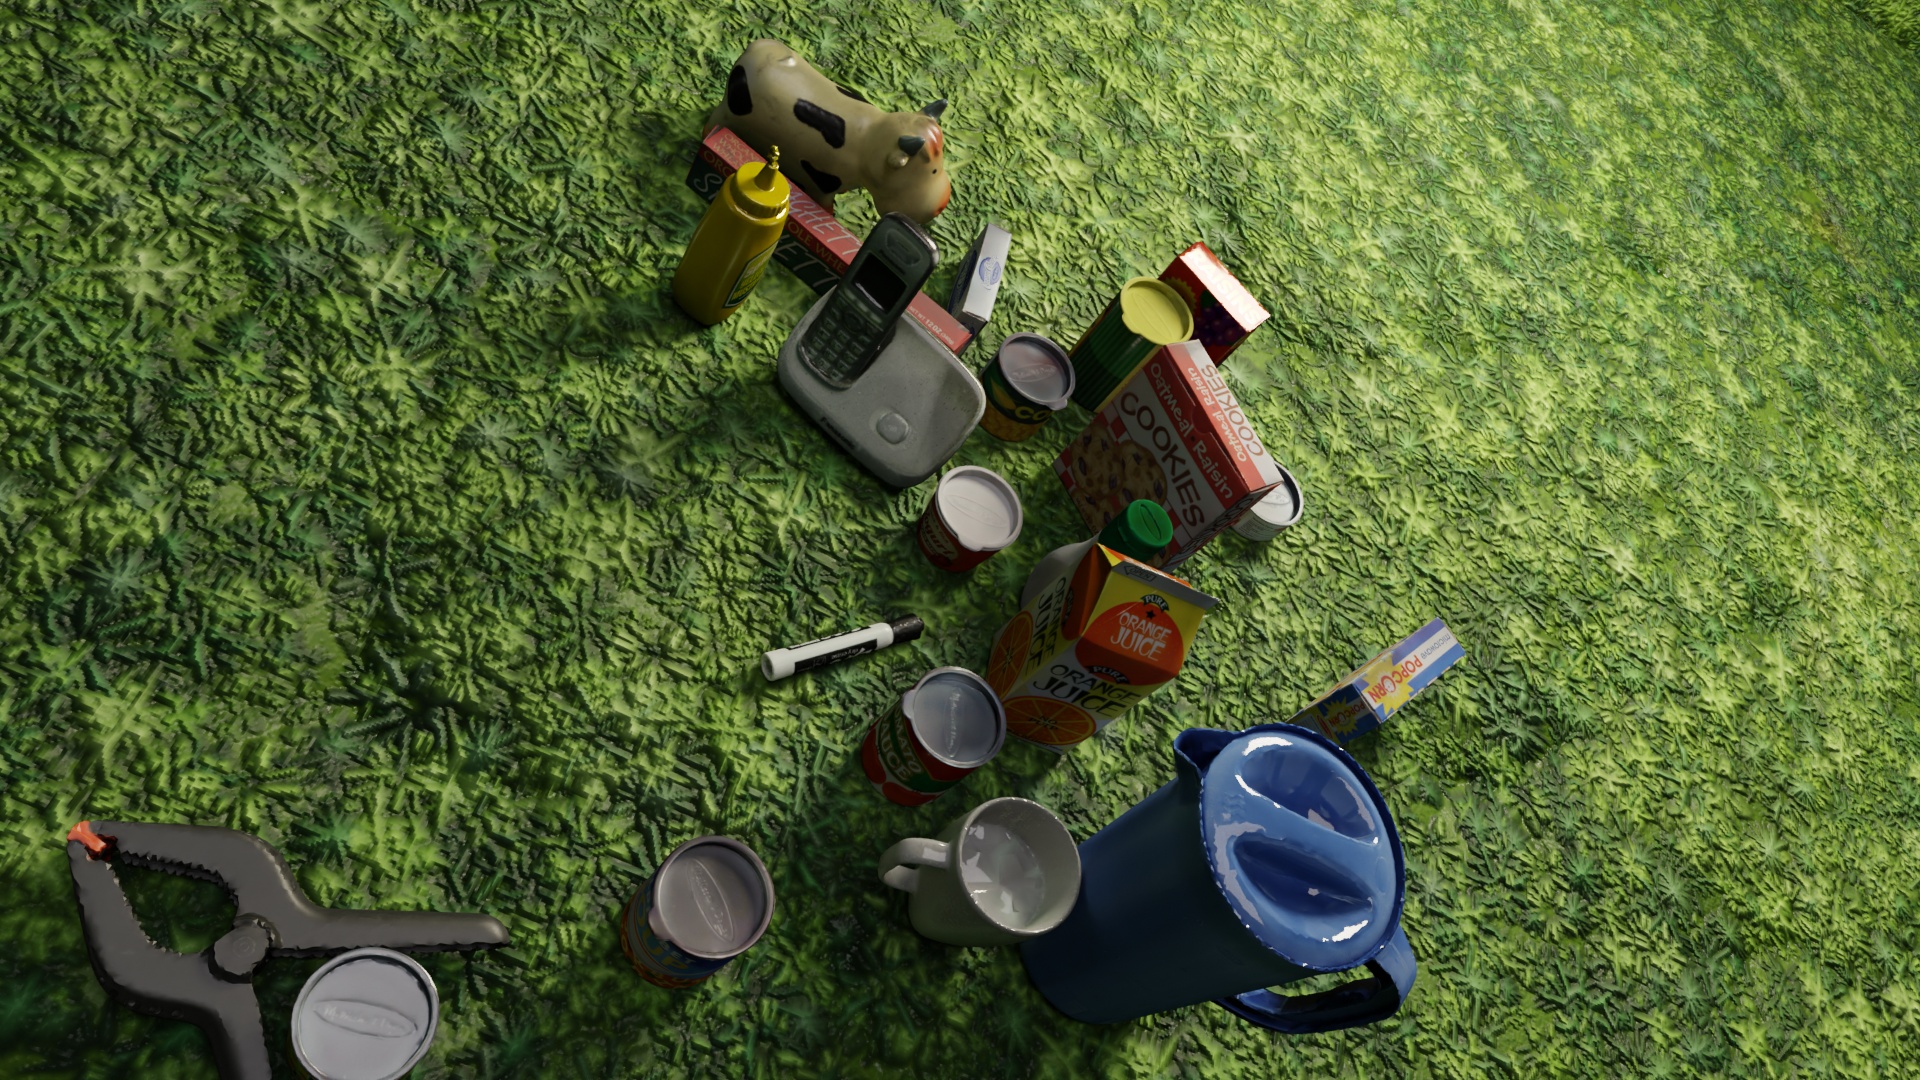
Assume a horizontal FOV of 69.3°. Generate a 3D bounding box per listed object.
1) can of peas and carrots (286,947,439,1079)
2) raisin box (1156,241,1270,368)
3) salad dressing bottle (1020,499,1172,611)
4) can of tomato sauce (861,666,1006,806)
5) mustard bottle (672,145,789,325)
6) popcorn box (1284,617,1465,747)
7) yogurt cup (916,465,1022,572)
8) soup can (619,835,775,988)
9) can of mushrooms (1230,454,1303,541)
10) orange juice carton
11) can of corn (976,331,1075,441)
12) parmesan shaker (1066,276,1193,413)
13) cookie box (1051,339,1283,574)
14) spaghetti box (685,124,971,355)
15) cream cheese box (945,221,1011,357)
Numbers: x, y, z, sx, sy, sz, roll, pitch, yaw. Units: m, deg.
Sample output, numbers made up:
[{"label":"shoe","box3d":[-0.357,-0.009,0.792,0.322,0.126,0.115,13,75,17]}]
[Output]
[{"label":"can of peas and carrots","box3d":[-0.296,0.243,0.686,0.071,0.058,0.071,13,57,-21]},{"label":"raisin box","box3d":[0.184,-0.174,1.147,0.086,0.122,0.040,49,52,5]},{"label":"salad dressing bottle","box3d":[0.094,0.022,0.968,0.044,0.147,0.064,-13,70,-33]},{"label":"can of tomato sauce","box3d":[-0.020,0.127,0.887,0.071,0.082,0.071,13,57,-21]},{"label":"mustard bottle","box3d":[-0.153,-0.215,0.967,0.049,0.159,0.066,41,52,-2]},{"label":"popcorn box","box3d":[0.322,0.115,1.076,0.127,0.084,0.038,-27,77,-37]},{"label":"yogurt cup","box3d":[0.004,-0.013,1.000,0.072,0.053,0.073,13,57,-21]},{"label":"soup can","box3d":[-0.150,0.208,0.769,0.071,0.083,0.071,13,57,-21]},{"label":"can of mushrooms","box3d":[0.249,-0.036,1.158,0.071,0.033,0.071,13,57,-21]},{"label":"orange juice carton","box3d":[0.088,0.067,0.910,0.072,0.191,0.073,23,54,-15]},{"label":"can of corn","box3d":[0.048,-0.117,1.082,0.071,0.058,0.071,13,57,-21]},{"label":"parmesan shaker","box3d":[0.130,-0.155,1.120,0.071,0.102,0.071,13,57,-21]},{"label":"cookie box","box3d":[0.148,-0.051,1.027,0.040,0.166,0.123,-18,72,-35]},{"label":"spaghetti box","box3d":[-0.103,-0.218,1.066,0.250,0.050,0.029,39,52,-2]},{"label":"cream cheese box","box3d":[0.011,-0.201,1.115,0.024,0.053,0.104,24,54,-14]}]
